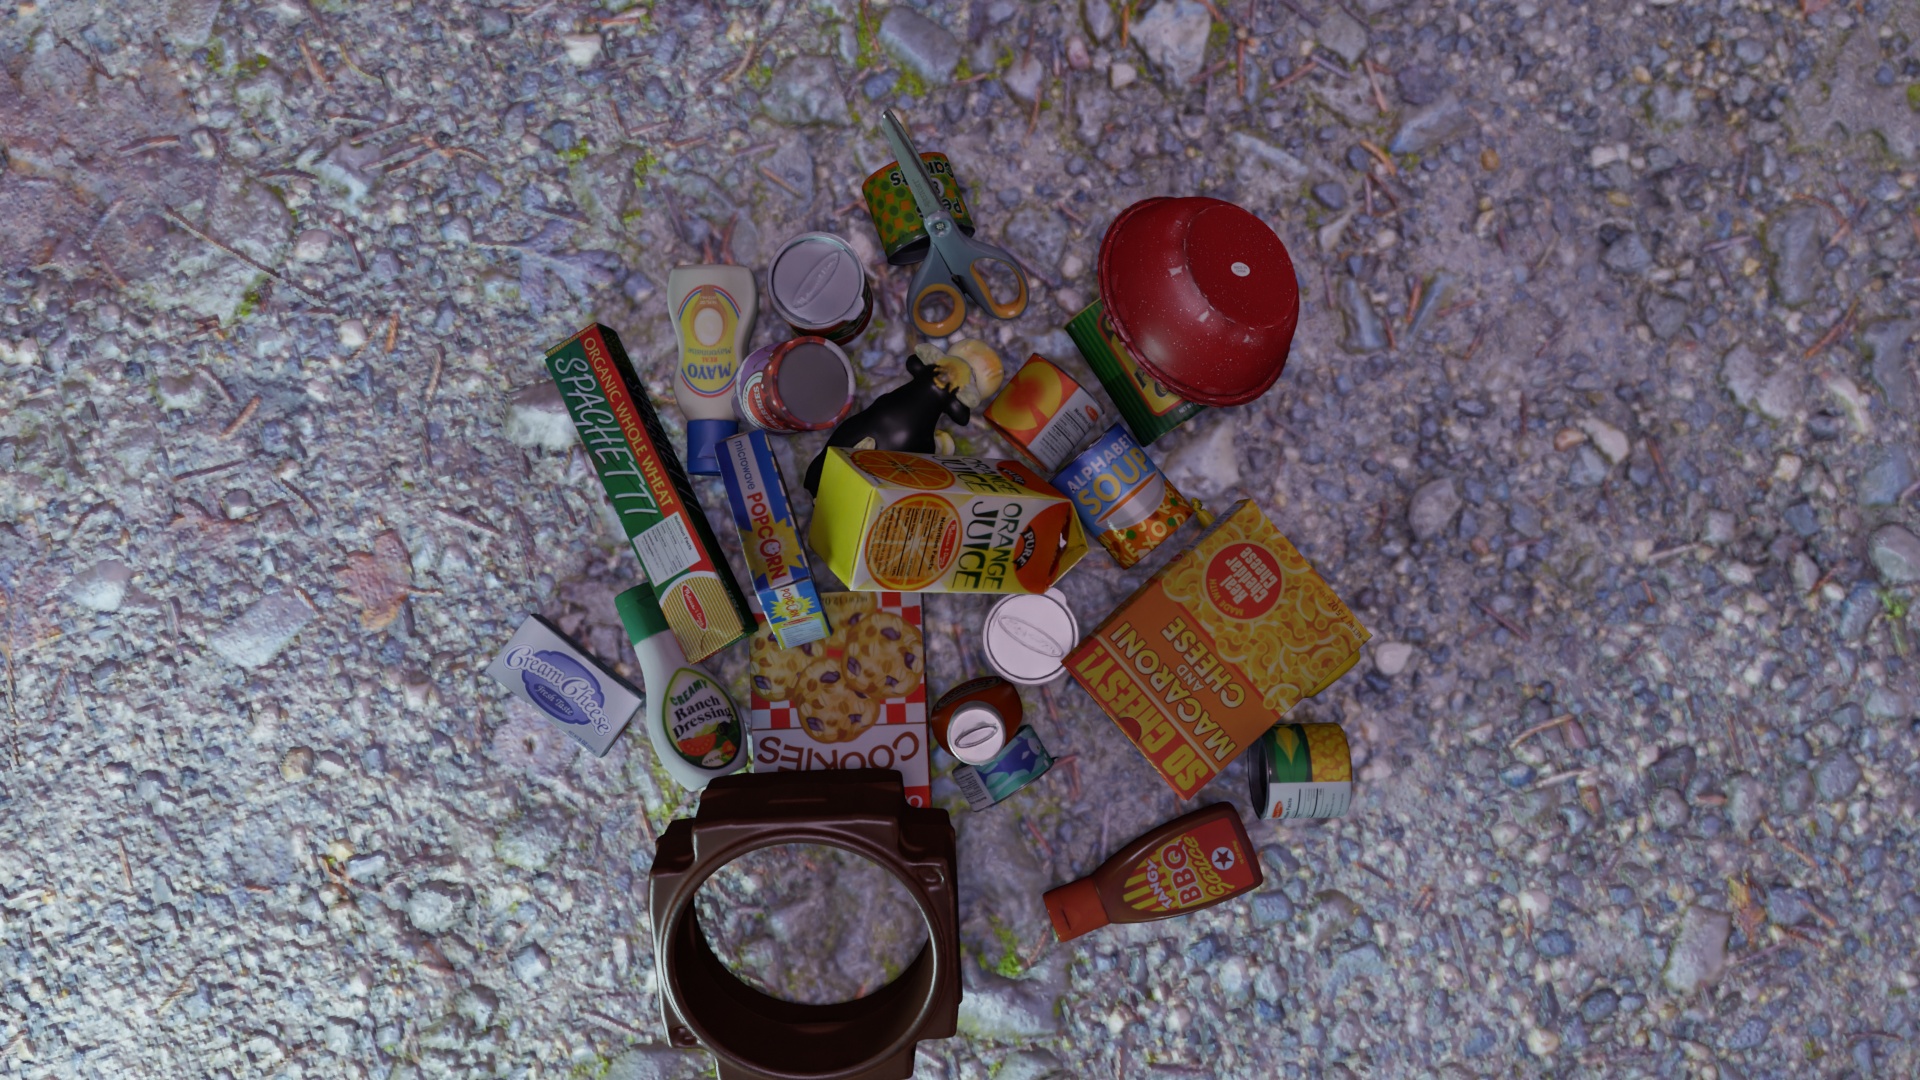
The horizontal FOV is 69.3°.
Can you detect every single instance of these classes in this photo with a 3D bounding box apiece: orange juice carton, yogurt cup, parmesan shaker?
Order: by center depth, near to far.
[{"bbox_3d":[0.003,-0.012,0.927,0.193,0.072,0.072,2,113,-32],"label":"orange juice carton"},{"bbox_3d":[0.048,0.067,0.976,0.072,0.054,0.072,0,88,1],"label":"yogurt cup"},{"bbox_3d":[0.130,-0.127,0.977,0.071,0.071,0.103,-33,88,0],"label":"parmesan shaker"}]

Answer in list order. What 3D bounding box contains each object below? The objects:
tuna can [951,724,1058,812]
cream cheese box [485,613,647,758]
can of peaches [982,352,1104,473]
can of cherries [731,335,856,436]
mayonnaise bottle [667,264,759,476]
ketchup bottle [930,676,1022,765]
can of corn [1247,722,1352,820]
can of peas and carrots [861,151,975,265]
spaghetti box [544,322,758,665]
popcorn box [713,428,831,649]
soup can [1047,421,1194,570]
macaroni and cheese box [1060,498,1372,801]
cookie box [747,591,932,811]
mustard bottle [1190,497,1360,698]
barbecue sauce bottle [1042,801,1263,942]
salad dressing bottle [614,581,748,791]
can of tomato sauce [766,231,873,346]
[{"bbox_3d":[0.031,0.157,0.967,0.071,0.071,0.033,-31,88,0],"label":"tuna can"},{"bbox_3d":[-0.281,0.103,0.993,0.104,0.024,0.053,37,87,2],"label":"cream cheese box"},{"bbox_3d":[0.056,-0.090,0.977,0.071,0.071,0.058,40,89,2],"label":"can of peaches"},{"bbox_3d":[-0.116,-0.105,0.965,0.071,0.058,0.071,0,90,-35],"label":"can of cherries"},{"bbox_3d":[-0.176,-0.121,0.992,0.065,0.041,0.148,0,87,-2],"label":"mayonnaise bottle"},{"bbox_3d":[0.011,0.121,0.927,0.065,0.149,0.043,-23,90,0],"label":"ketchup bottle"},{"bbox_3d":[0.235,0.158,0.965,0.058,0.071,0.071,-1,88,0],"label":"can of corn"},{"bbox_3d":[-0.029,-0.235,0.980,0.071,0.071,0.058,-20,87,0],"label":"can of peas and carrots"},{"bbox_3d":[-0.218,-0.035,0.976,0.050,0.029,0.250,-29,80,13],"label":"spaghetti box"},{"bbox_3d":[-0.127,-0.001,0.941,0.038,0.085,0.127,-18,60,-6],"label":"popcorn box"},{"bbox_3d":[0.112,-0.031,0.970,0.071,0.071,0.084,-41,88,-1],"label":"soup can"},{"bbox_3d":[0.169,0.072,0.929,0.166,0.040,0.123,-42,90,-1],"label":"macaroni and cheese box"},{"bbox_3d":[-0.084,0.119,0.983,0.123,0.040,0.167,-3,87,1],"label":"cookie box"},{"bbox_3d":[0.211,0.035,0.977,0.065,0.049,0.160,-39,88,-2],"label":"mustard bottle"},{"bbox_3d":[0.132,0.238,0.973,0.148,0.043,0.065,-22,89,0],"label":"barbecue sauce bottle"},{"bbox_3d":[-0.200,0.101,0.980,0.064,0.044,0.147,-21,82,-30],"label":"salad dressing bottle"},{"bbox_3d":[-0.095,-0.173,0.972,0.071,0.083,0.071,0,88,1],"label":"can of tomato sauce"}]
